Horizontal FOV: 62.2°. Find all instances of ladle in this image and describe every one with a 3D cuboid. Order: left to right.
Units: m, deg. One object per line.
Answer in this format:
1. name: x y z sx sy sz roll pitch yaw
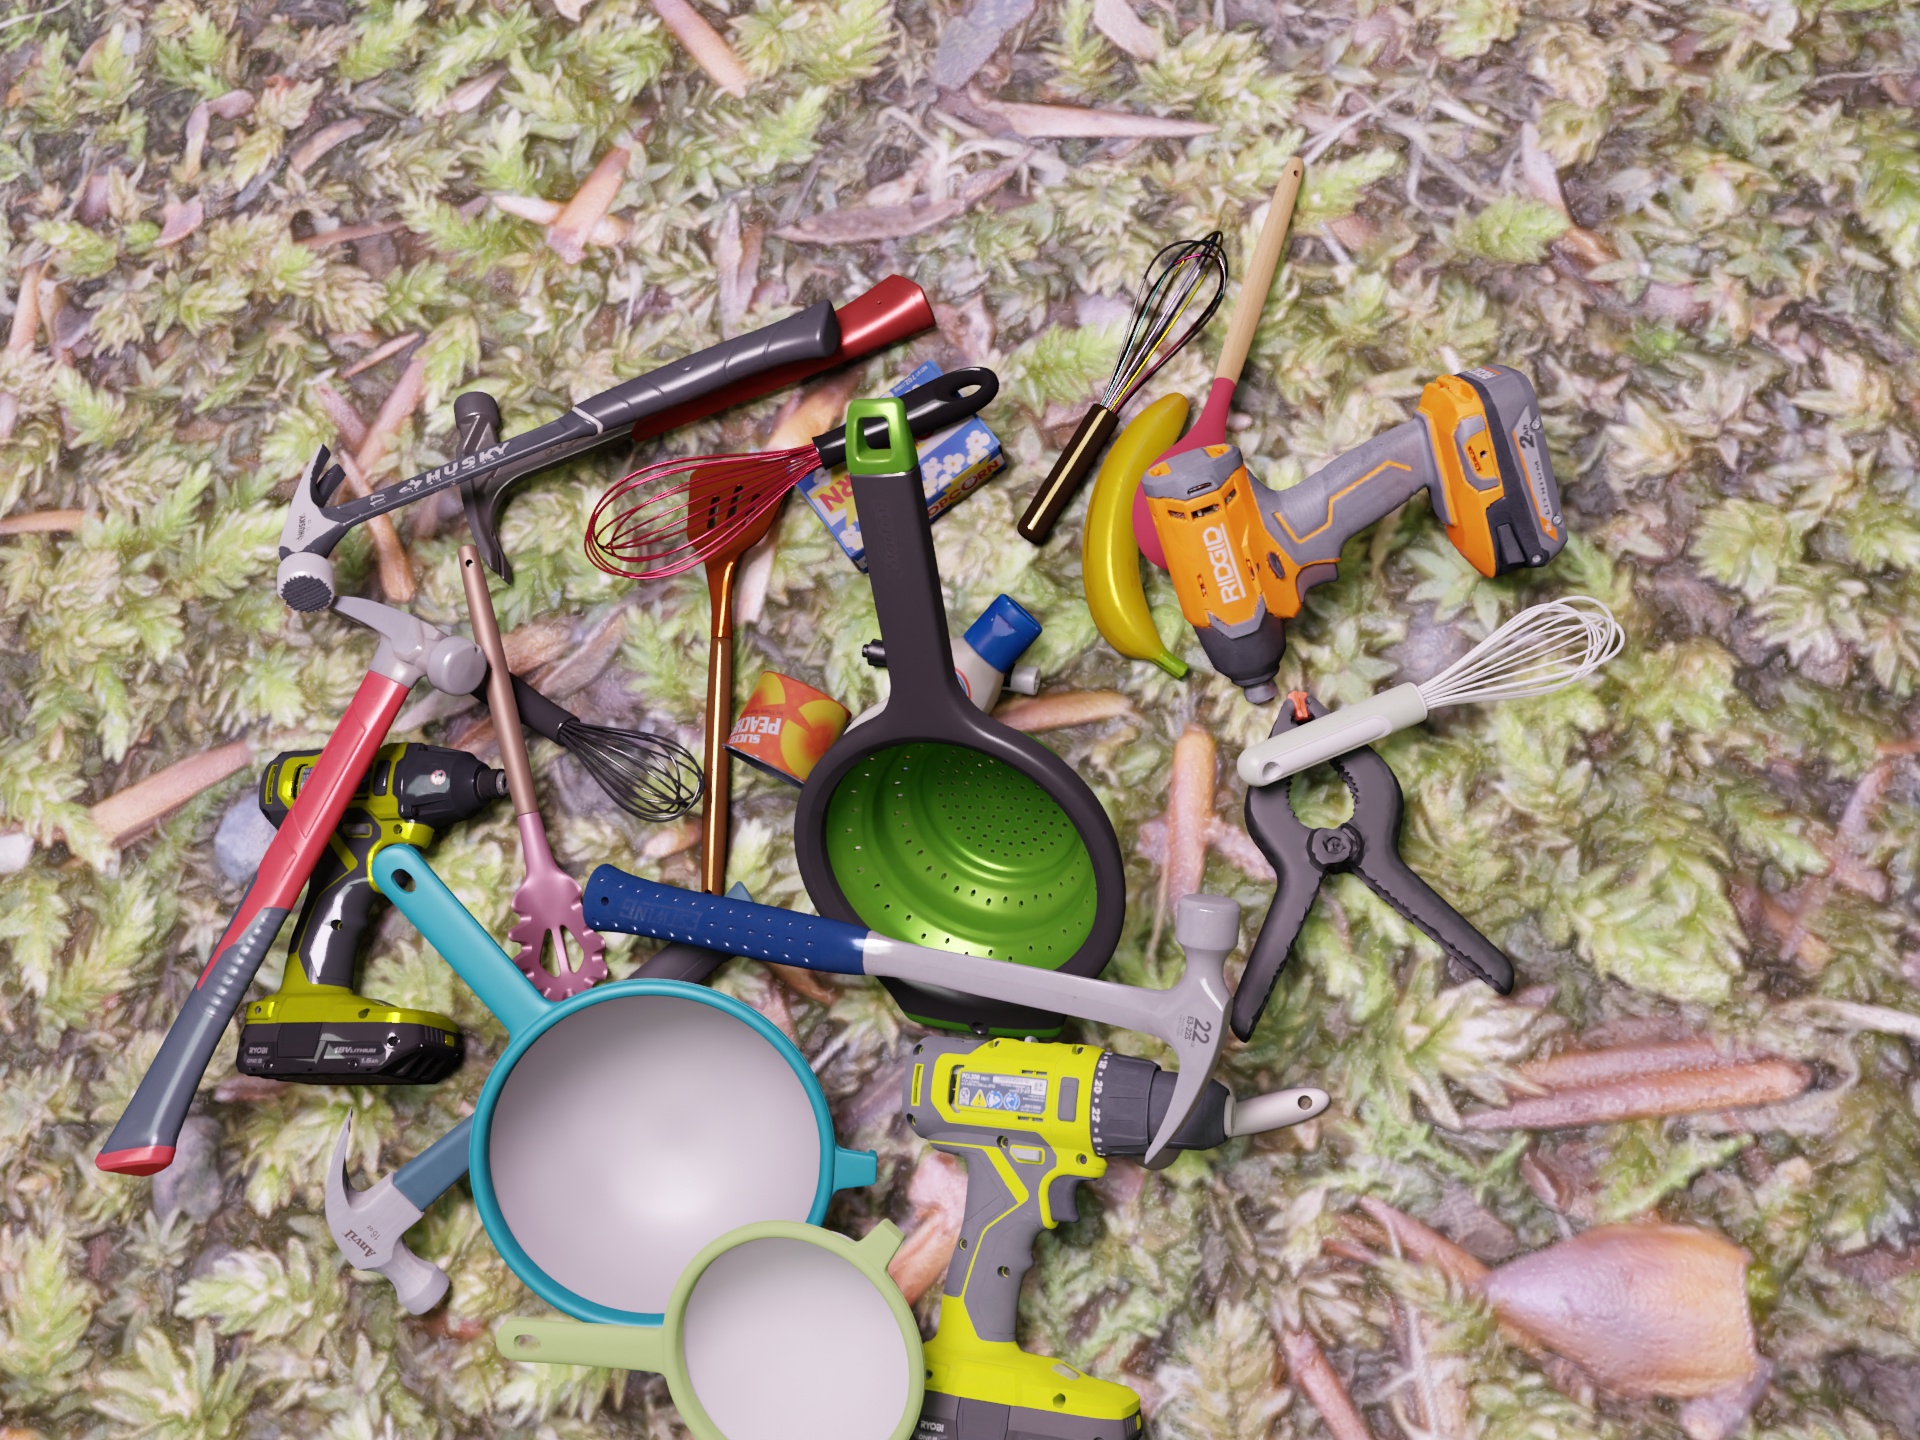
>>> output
1. ladle: 0.182 -0.243 1.048 0.069 0.031 0.315 25 72 -18

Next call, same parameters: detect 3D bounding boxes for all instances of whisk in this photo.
1. whisk: -0.265 0.004 1.074 0.239 0.055 0.055 27 82 25
2. whisk: -0.112 -0.169 1.048 0.296 0.073 0.073 -23 72 -1
3. whisk: 0.109 -0.224 1.067 0.047 0.051 0.245 30 87 40
4. whisk: 0.279 -0.014 0.947 0.246 0.057 0.059 -22 34 -3

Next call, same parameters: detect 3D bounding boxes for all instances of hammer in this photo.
1. hammer: -0.450 0.102 1.022 0.143 0.038 0.386 20 78 27
2. hammer: -0.255 0.223 1.004 0.331 0.033 0.128 -40 109 -7
3. hammer: -0.274 -0.200 1.089 0.409 0.036 0.149 -21 46 1
4. hammer: -0.187 -0.222 1.126 0.359 0.036 0.149 -20 69 6
5. hammer: -0.044 0.142 0.918 0.405 0.035 0.144 8 95 24

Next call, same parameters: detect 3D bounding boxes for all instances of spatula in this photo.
1. spatula: -0.159 -0.029 1.078 0.081 0.041 0.323 -2 79 14

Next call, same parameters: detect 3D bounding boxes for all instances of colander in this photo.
1. colander: -0.001 -0.003 0.917 0.204 0.094 0.396 2 119 23

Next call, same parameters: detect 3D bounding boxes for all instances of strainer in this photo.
1. strainer: -0.219 0.201 0.952 0.211 0.095 0.340 -41 93 3
2. strainer: -0.134 0.344 0.896 0.256 0.069 0.151 -3 93 17

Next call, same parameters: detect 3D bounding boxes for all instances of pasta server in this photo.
1. pasta server: -0.291 0.035 1.049 0.060 0.040 0.316 -13 85 -13

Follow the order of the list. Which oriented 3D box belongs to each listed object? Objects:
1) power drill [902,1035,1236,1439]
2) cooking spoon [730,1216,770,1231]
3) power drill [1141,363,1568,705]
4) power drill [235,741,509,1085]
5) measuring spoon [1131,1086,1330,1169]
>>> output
1. power drill: 0.055 0.298 0.907 0.190 0.080 0.229 2 75 19
2. cooking spoon: -0.039 0.425 0.929 0.069 0.017 0.319 -44 70 -1
3. power drill: 0.240 -0.110 0.967 0.226 0.084 0.164 -18 108 6
4. power drill: -0.390 0.125 1.058 0.171 0.080 0.223 -3 71 12
5. measuring spoon: 0.157 0.237 0.938 0.124 0.018 0.034 -17 72 8
